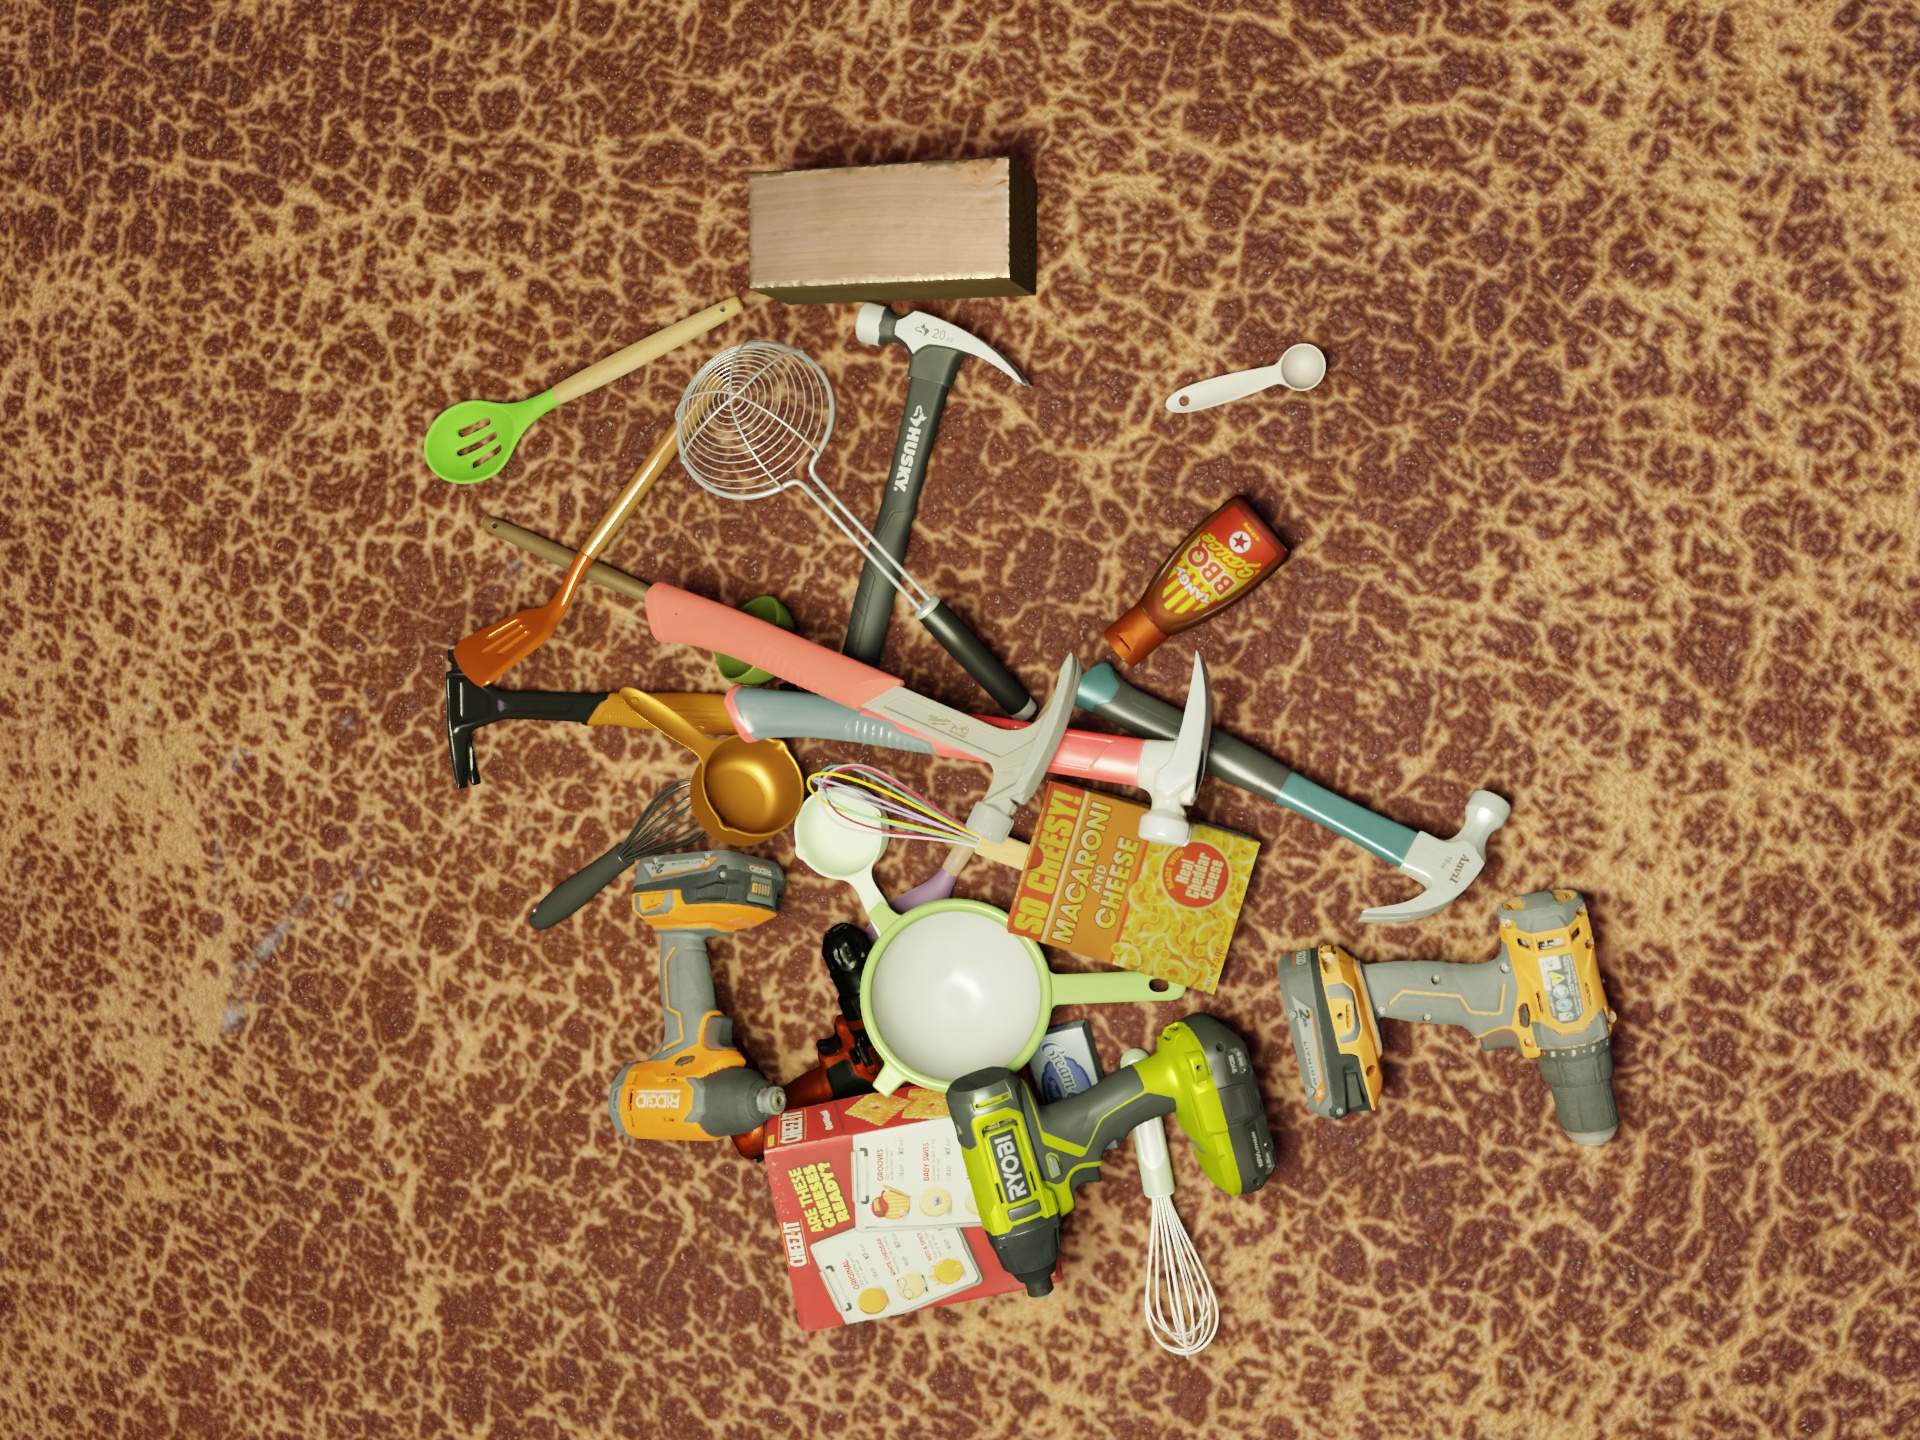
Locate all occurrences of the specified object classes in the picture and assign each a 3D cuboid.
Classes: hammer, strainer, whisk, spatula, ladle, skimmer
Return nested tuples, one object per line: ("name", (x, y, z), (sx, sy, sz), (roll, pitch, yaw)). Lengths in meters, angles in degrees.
("hammer", (-0.289, -0.001, 1.364), (0.337, 0.034, 0.127), (1, 95, 17))
("strainer", (0.048, 0.220, 1.269), (0.256, 0.069, 0.152), (-2, 71, -4))
("hammer", (-0.089, -0.041, 1.221), (0.359, 0.036, 0.149), (23, 85, 22))
("hammer", (-0.049, -0.154, 1.276), (0.146, 0.035, 0.334), (18, 101, 15))
("hammer", (0.232, 0.042, 1.199), (0.331, 0.033, 0.128), (28, 75, 17))
("hammer", (-0.002, -0.004, 1.222), (0.386, 0.038, 0.143), (8, 81, 20))
("whisk", (0.160, 0.383, 1.264), (0.058, 0.059, 0.246), (-11, 88, 5))
("spatula", (-0.302, -0.161, 1.318), (0.322, 0.041, 0.081), (-53, 43, 2))
("ladle", (-0.278, -0.114, 1.339), (0.320, 0.062, 0.078), (24, 83, 16))
("whisk", (-0.006, 0.088, 1.265), (0.245, 0.051, 0.047), (20, 117, -2))
("spatula", (0.003, 0.101, 1.295), (0.060, 0.018, 0.316), (35, 105, 9))
("whisk", (-0.289, 0.119, 1.371), (0.239, 0.055, 0.055), (-35, 85, 21))
("skimmer", (-0.070, -0.137, 1.238), (0.127, 0.090, 0.363), (-43, 109, 2))

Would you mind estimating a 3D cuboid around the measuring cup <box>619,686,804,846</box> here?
("measuring cup", (-0.211, 0.034, 1.296), (0.173, 0.095, 0.052), (37, 148, -9))

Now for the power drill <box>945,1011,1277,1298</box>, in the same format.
("power drill", (0.115, 0.324, 1.202), (0.223, 0.080, 0.171), (-17, 94, -11))

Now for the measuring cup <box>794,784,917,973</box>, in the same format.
("measuring cup", (-0.074, 0.130, 1.313), (0.083, 0.038, 0.167), (-28, 90, 17))

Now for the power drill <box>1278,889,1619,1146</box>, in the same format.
("power drill", (0.364, 0.235, 1.172), (0.226, 0.084, 0.185), (-14, 93, 13))

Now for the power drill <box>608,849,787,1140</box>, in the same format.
("power drill", (-0.201, 0.223, 1.286), (0.164, 0.084, 0.227), (-8, 71, 34))

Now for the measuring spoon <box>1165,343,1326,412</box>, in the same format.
("measuring spoon", (0.215, -0.254, 1.199), (0.124, 0.018, 0.034), (-11, 93, 24))

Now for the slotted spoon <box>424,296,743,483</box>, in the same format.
("slotted spoon", (-0.319, -0.284, 1.348), (0.314, 0.031, 0.070), (-23, 89, 16))
